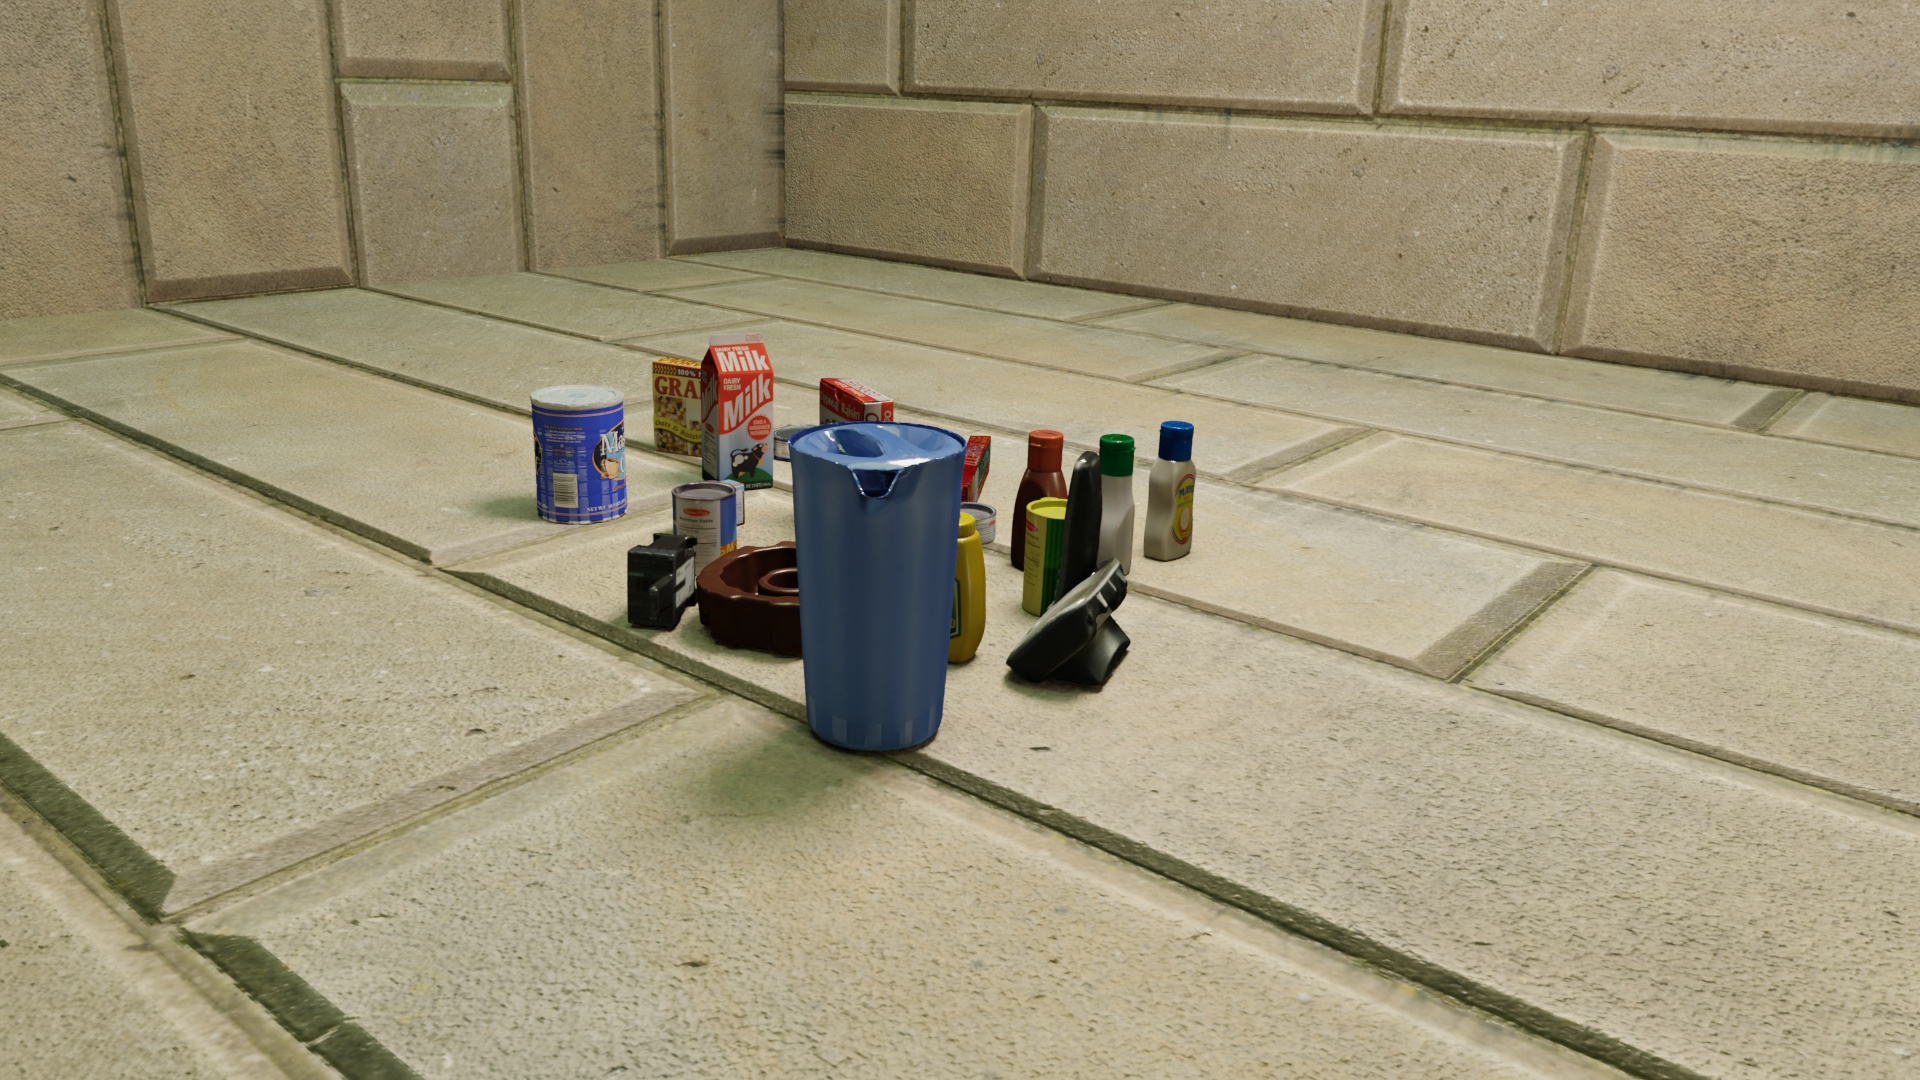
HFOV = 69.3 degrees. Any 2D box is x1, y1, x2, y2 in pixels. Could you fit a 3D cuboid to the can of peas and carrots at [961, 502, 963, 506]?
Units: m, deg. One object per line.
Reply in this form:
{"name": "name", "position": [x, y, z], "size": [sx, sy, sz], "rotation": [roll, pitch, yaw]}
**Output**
{"name": "can of peas and carrots", "position": [-0.031, -0.016, 1.514], "size": [0.071, 0.058, 0.071], "rotation": [2, 18, -1]}

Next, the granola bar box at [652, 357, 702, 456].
{"name": "granola bar box", "position": [-0.331, -0.173, 1.848], "size": [0.165, 0.123, 0.039], "rotation": [9, 19, 20]}

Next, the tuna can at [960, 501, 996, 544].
{"name": "tuna can", "position": [0.006, -0.020, 1.569], "size": [0.071, 0.032, 0.071], "rotation": [2, 18, -1]}

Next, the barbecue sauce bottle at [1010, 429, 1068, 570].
{"name": "barbecue sauce bottle", "position": [0.086, -0.041, 1.458], "size": [0.065, 0.148, 0.044], "rotation": [16, 23, 37]}

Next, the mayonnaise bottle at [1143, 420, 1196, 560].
{"name": "mayonnaise bottle", "position": [0.231, -0.055, 1.519], "size": [0.041, 0.147, 0.065], "rotation": [16, 23, 37]}

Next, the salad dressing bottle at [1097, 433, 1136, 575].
{"name": "salad dressing bottle", "position": [0.160, -0.037, 1.456], "size": [0.044, 0.147, 0.064], "rotation": [10, 20, 24]}

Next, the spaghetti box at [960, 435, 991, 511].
{"name": "spaghetti box", "position": [0.012, -0.078, 1.719], "size": [0.029, 0.050, 0.251], "rotation": [4, 18, 6]}

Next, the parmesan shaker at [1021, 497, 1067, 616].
{"name": "parmesan shaker", "position": [0.095, 0.017, 1.358], "size": [0.071, 0.102, 0.071], "rotation": [2, 18, -1]}

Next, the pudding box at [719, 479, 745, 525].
{"name": "pudding box", "position": [-0.282, -0.036, 1.561], "size": [0.030, 0.049, 0.084], "rotation": [16, 23, 36]}

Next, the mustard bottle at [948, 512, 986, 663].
{"name": "mustard bottle", "position": [-0.010, 0.027, 1.226], "size": [0.065, 0.159, 0.049], "rotation": [10, 20, 24]}

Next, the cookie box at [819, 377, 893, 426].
{"name": "cookie box", "position": [-0.119, -0.088, 1.549], "size": [0.040, 0.166, 0.123], "rotation": [-8, 20, -27]}

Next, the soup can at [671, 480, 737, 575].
{"name": "soup can", "position": [-0.264, -0.014, 1.440], "size": [0.071, 0.083, 0.071], "rotation": [2, 18, -1]}

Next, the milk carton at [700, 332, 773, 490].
{"name": "milk carton", "position": [-0.276, -0.161, 1.716], "size": [0.072, 0.189, 0.073], "rotation": [-7, 20, -27]}
